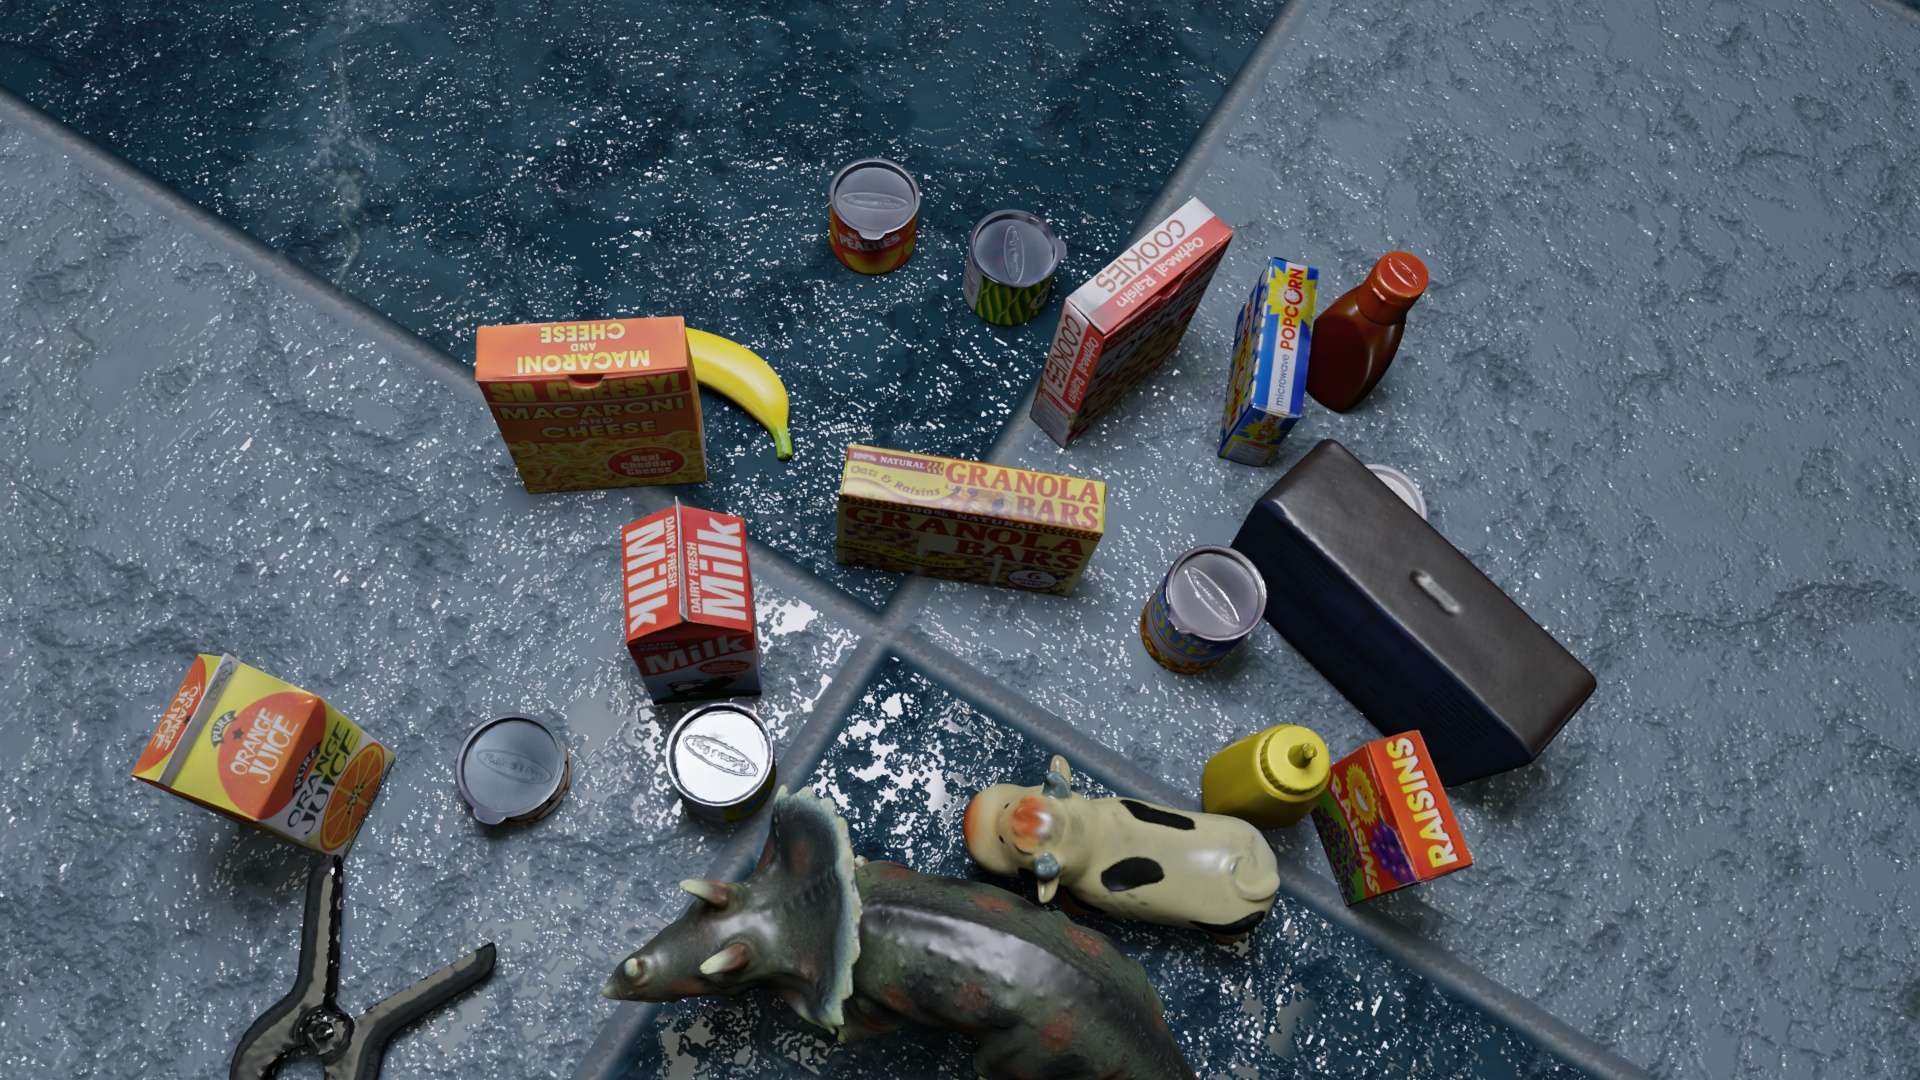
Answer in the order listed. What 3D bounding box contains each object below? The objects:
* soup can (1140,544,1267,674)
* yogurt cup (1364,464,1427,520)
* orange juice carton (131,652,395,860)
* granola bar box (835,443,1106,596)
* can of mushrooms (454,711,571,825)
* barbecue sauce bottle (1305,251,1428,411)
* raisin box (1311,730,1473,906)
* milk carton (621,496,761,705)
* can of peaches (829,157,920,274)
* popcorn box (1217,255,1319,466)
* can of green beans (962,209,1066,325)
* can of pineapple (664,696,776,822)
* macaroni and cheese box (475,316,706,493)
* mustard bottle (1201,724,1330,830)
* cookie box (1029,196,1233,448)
[{"bbox_3d":[0.158,0.049,0.929,0.071,0.083,0.071,2,68,-5],"label":"soup can"},{"bbox_3d":[0.288,-0.013,0.984,0.072,0.053,0.072,2,68,-5],"label":"yogurt cup"},{"bbox_3d":[-0.393,0.122,0.782,0.073,0.192,0.072,19,68,2],"label":"orange juice carton"},{"bbox_3d":[0.003,-0.011,0.915,0.166,0.123,0.039,8,68,-3],"label":"granola bar box"},{"bbox_3d":[-0.280,0.145,0.870,0.071,0.033,0.071,2,68,-5],"label":"can of mushrooms"},{"bbox_3d":[0.286,-0.150,0.988,0.044,0.148,0.065,-34,76,-17],"label":"barbecue sauce bottle"},{"bbox_3d":[0.262,0.175,0.868,0.040,0.123,0.086,-13,70,-11],"label":"raisin box"},{"bbox_3d":[-0.162,0.041,0.841,0.073,0.189,0.072,-5,69,-8],"label":"milk carton"},{"bbox_3d":[-0.065,-0.239,1.035,0.071,0.058,0.071,2,68,-5],"label":"can of peaches"},{"bbox_3d":[0.223,-0.128,1.007,0.038,0.085,0.127,13,68,-1],"label":"popcorn box"},{"bbox_3d":[0.037,-0.201,1.031,0.071,0.057,0.071,2,68,-5],"label":"can of green beans"},{"bbox_3d":[-0.148,0.139,0.874,0.071,0.057,0.071,2,68,-5],"label":"can of pineapple"},{"bbox_3d":[-0.231,-0.083,0.896,0.124,0.165,0.040,-4,69,-8],"label":"macaroni and cheese box"},{"bbox_3d":[0.194,0.144,0.854,0.065,0.159,0.049,6,68,-4],"label":"mustard bottle"},{"bbox_3d":[0.114,-0.145,0.958,0.123,0.166,0.040,-41,78,-19],"label":"cookie box"}]
